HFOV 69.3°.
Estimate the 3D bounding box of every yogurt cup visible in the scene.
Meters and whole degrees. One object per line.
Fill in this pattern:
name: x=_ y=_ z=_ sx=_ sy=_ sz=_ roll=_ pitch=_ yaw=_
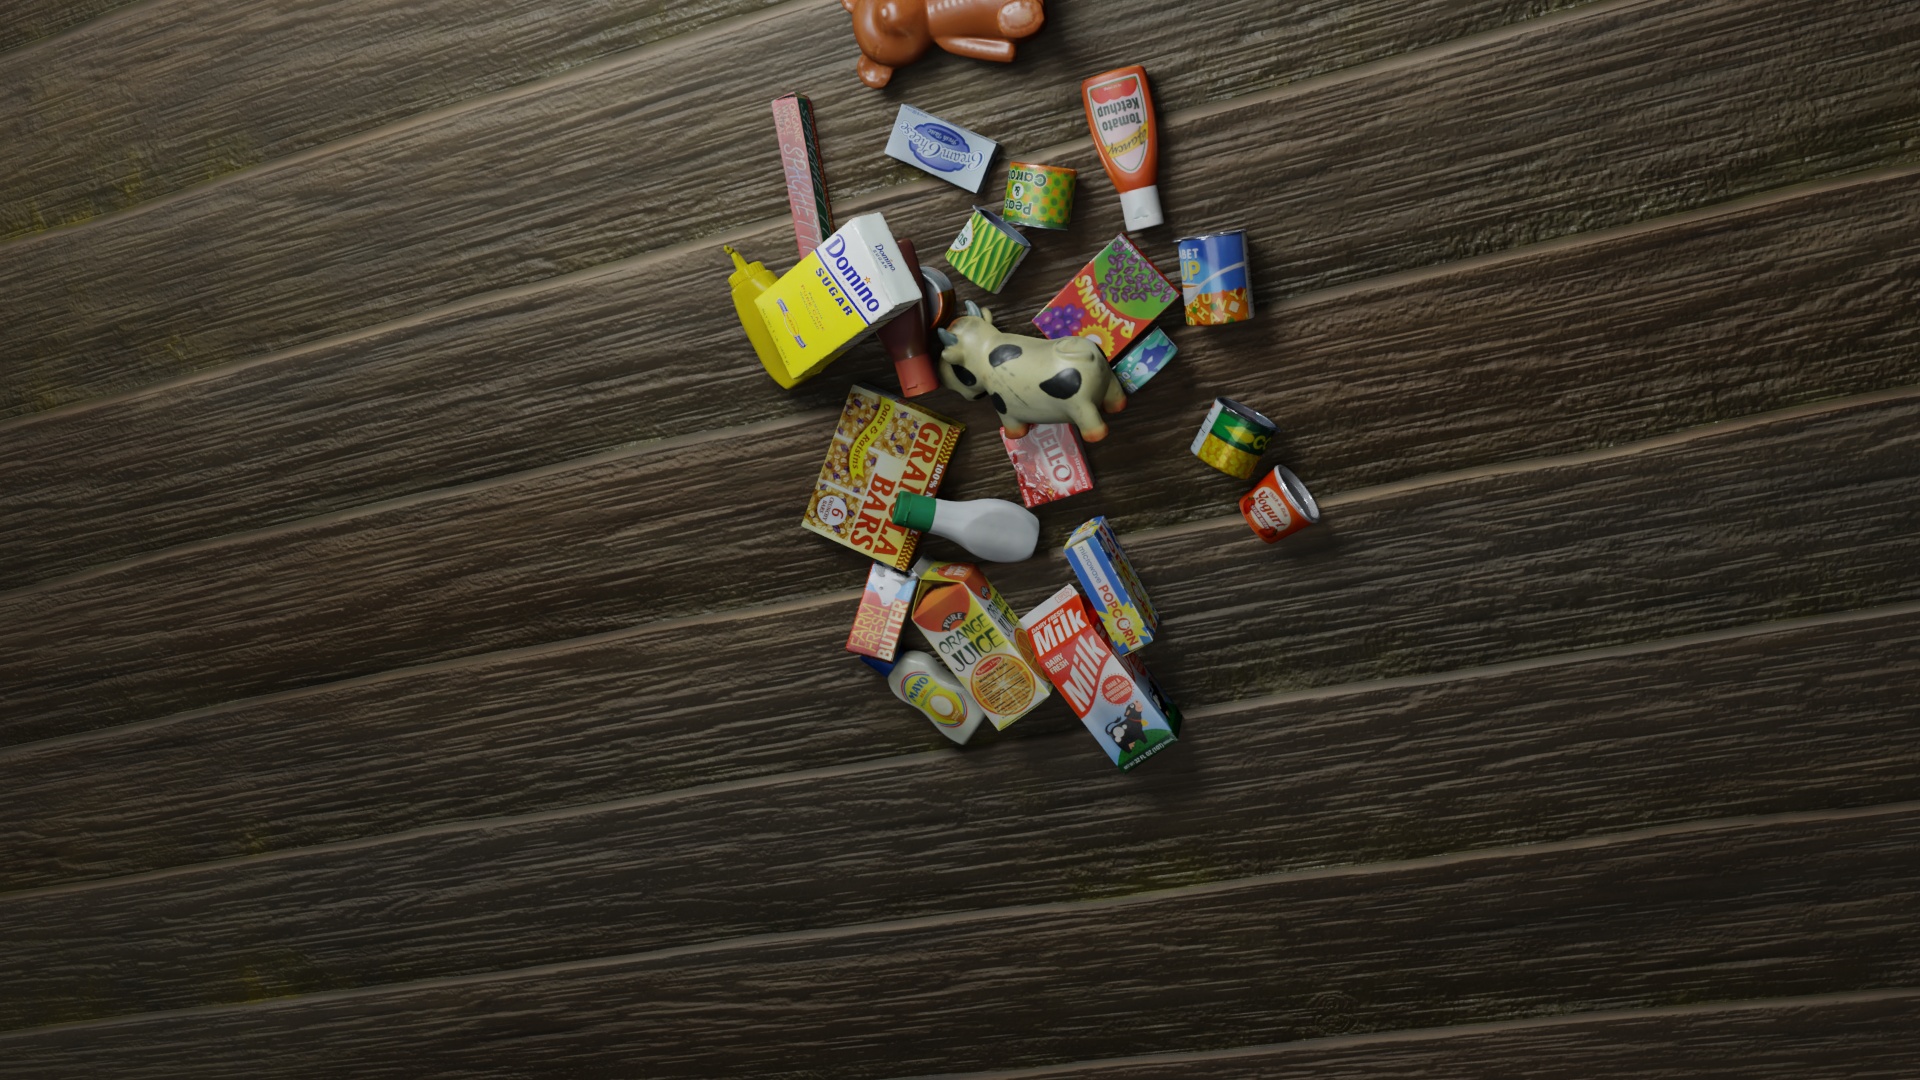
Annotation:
yogurt cup: x=0.312 y=-0.033 z=1.369 sx=0.053 sy=0.073 sz=0.072 roll=-38 pitch=93 yaw=26

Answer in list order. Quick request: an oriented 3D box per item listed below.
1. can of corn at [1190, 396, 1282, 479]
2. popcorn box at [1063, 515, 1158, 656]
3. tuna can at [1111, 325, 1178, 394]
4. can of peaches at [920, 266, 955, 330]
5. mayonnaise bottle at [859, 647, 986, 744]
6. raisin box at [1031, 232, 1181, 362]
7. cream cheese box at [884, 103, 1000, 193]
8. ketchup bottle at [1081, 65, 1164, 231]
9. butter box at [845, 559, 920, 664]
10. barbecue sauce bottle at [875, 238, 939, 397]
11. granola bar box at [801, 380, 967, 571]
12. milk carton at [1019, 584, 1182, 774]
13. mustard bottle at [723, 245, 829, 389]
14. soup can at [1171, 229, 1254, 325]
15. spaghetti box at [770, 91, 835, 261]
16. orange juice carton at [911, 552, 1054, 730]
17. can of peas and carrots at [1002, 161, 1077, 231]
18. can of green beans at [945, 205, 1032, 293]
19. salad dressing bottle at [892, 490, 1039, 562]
can of corn: x=0.269 y=-0.099 z=1.359 sx=0.071 sy=0.071 sz=0.058 roll=28 pitch=109 yaw=5
popcorn box: x=0.154 y=0.044 z=1.410 sx=0.038 sy=0.085 sz=0.126 roll=-27 pitch=96 yaw=17
tuna can: x=0.178 y=-0.175 z=1.360 sx=0.071 sy=0.071 sz=0.033 roll=-42 pitch=93 yaw=18
can of peaches: x=-0.044 y=-0.239 z=1.399 sx=0.071 sy=0.058 sz=0.071 roll=3 pitch=104 yaw=11
mayonnaise bottle: x=-0.039 y=0.156 z=1.503 sx=0.148 sy=0.041 sz=0.064 roll=34 pitch=110 yaw=3
raisin box: x=0.143 y=-0.231 z=1.370 sx=0.123 sy=0.040 sz=0.086 roll=-43 pitch=92 yaw=17
cream cheese box: x=-0.018 y=-0.387 z=1.375 sx=0.104 sy=0.024 sz=0.053 roll=25 pitch=109 yaw=6
ketchup bottle: x=0.162 y=-0.373 z=1.329 sx=0.064 sy=0.044 sz=0.148 roll=-12 pitch=101 yaw=15
butter box: x=-0.082 y=0.076 z=1.481 sx=0.053 sy=0.024 sz=0.103 roll=16 pitch=81 yaw=8
barbecue sauce bottle: x=-0.058 y=-0.215 z=1.353 sx=0.065 sy=0.044 sz=0.148 roll=-11 pitch=101 yaw=27
granola bar box: x=-0.081 y=-0.068 z=1.459 sx=0.124 sy=0.039 sz=0.165 roll=24 pitch=107 yaw=5
milk carton: x=0.144 y=0.139 z=1.442 sx=0.072 sy=0.074 sz=0.190 roll=-37 pitch=93 yaw=18
mustard bottle: x=-0.198 y=-0.237 z=1.438 sx=0.065 sy=0.049 sz=0.160 roll=-28 pitch=96 yaw=19
soup can: x=0.242 y=-0.251 z=1.328 sx=0.071 sy=0.071 sz=0.083 roll=-5 pitch=103 yaw=14
spaghetti box: x=-0.148 y=-0.323 z=1.406 sx=0.028 sy=0.050 sz=0.249 roll=-7 pitch=102 yaw=13
orange juice carton: x=0.015 y=0.096 z=1.461 sx=0.073 sy=0.072 sz=0.192 roll=-37 pitch=94 yaw=18
can of peas and carrots: x=0.075 y=-0.333 z=1.343 sx=0.071 sy=0.071 sz=0.058 roll=11 pitch=105 yaw=10
can of green beans: x=0.027 y=-0.285 z=1.368 sx=0.071 sy=0.071 sz=0.057 roll=38 pitch=109 yaw=1
salad dressing bottle: x=0.005 y=-0.018 z=1.425 sx=0.148 sy=0.044 sz=0.064 roll=13 pitch=111 yaw=-12
